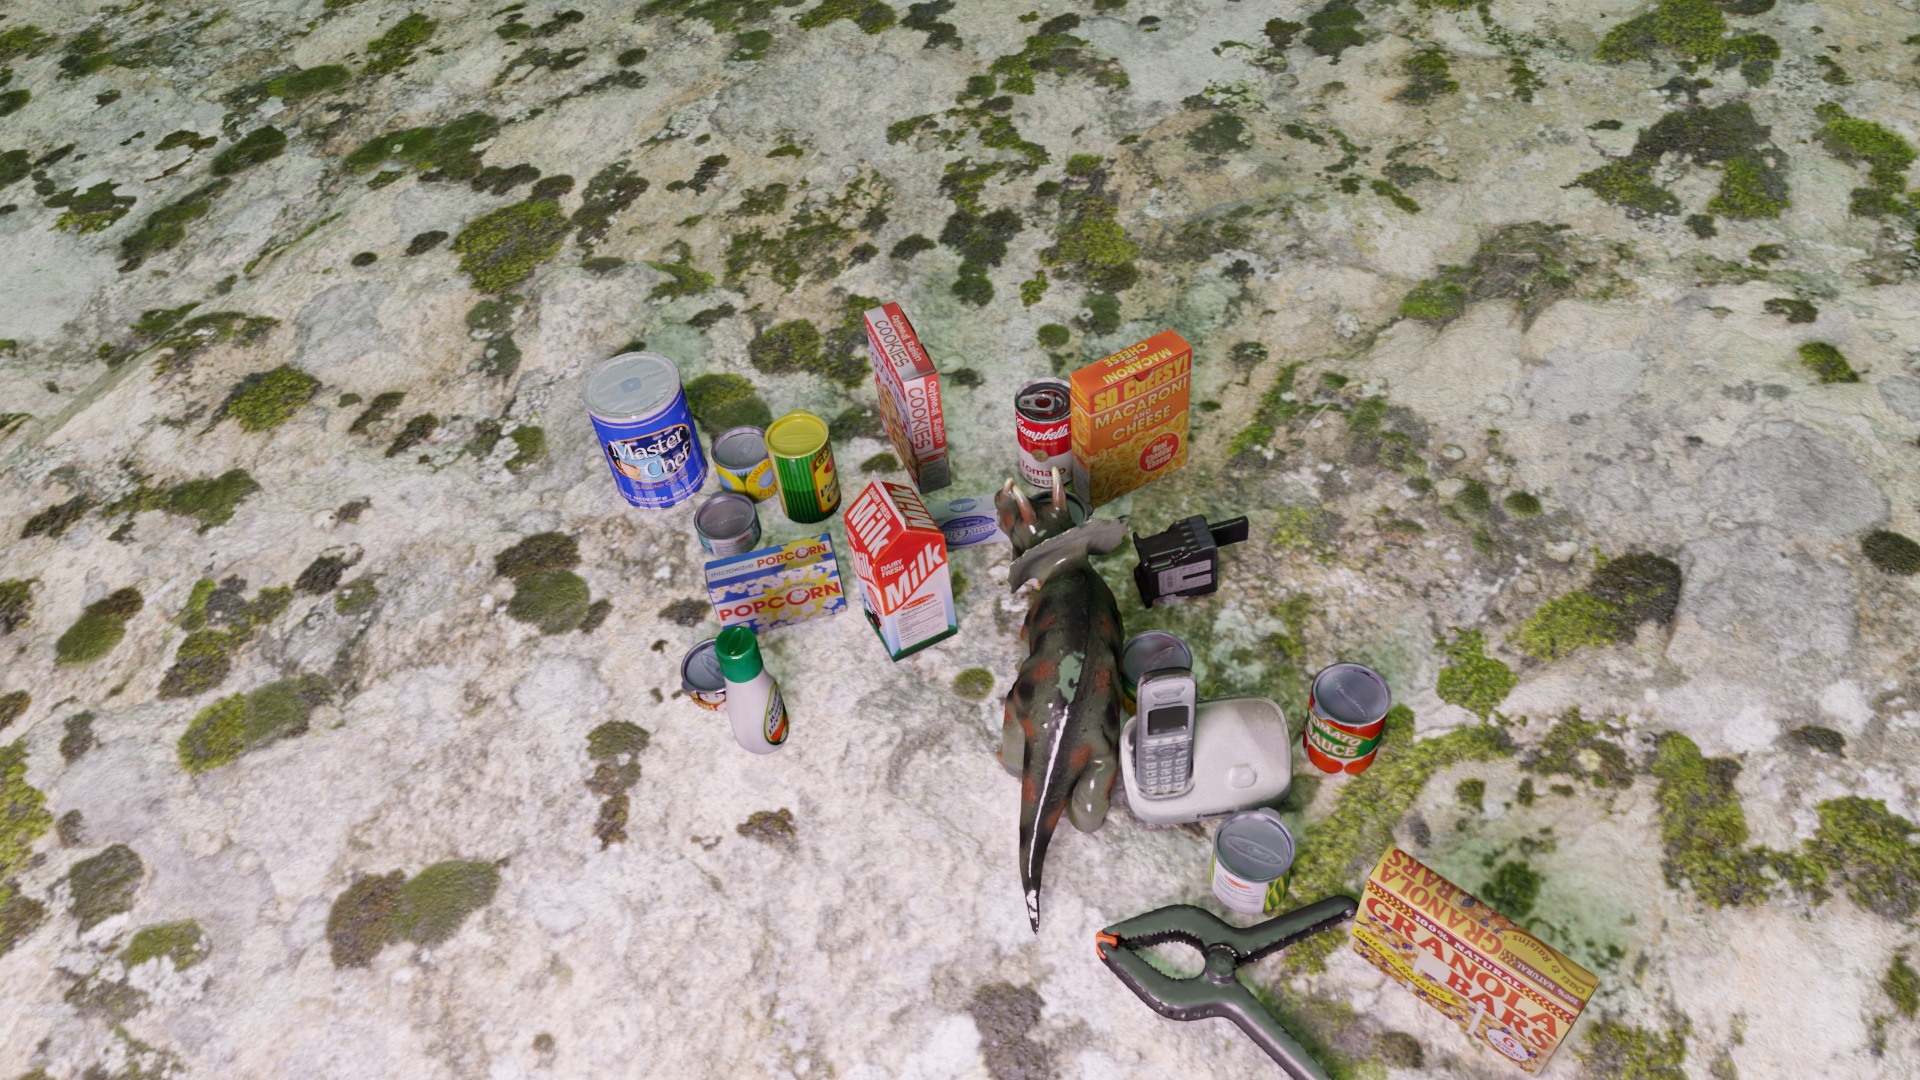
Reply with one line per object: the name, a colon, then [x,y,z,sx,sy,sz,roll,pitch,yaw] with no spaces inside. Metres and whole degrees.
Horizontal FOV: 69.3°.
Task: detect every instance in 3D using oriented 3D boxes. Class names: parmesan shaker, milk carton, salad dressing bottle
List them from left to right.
salad dressing bottle: [-0.188,0.135,1.244,0.044,0.146,0.064,5,50,10]
parmesan shaker: [-0.163,-0.077,1.456,0.071,0.102,0.072,-3,49,4]
milk carton: [-0.057,0.021,1.302,0.073,0.189,0.072,-23,51,-14]

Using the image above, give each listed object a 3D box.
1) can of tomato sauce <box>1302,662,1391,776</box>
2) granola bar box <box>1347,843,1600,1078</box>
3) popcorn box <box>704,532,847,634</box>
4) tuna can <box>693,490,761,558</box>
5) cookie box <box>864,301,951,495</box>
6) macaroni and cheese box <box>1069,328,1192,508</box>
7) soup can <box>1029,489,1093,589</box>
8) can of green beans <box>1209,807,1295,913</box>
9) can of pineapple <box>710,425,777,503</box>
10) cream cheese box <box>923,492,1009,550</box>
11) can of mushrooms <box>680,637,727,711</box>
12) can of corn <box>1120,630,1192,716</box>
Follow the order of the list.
can of tomato sauce: [0.335,0.158,1.213,0.071,0.082,0.071,-3,49,3]
granola bar box: [0.378,0.317,1.043,0.166,0.123,0.039,32,59,29]
popcorn box: [-0.180,0.046,1.362,0.127,0.084,0.038,-14,49,-6]
tuna can: [-0.245,-0.017,1.459,0.071,0.032,0.071,-3,49,3]
cookie box: [-0.054,-0.150,1.466,0.040,0.166,0.123,-20,50,-11]
macaroni and cheese box: [0.175,-0.122,1.418,0.124,0.165,0.040,-26,51,-16]
soup can: [0.097,0.001,1.374,0.071,0.083,0.072,-3,49,3]
can of green beans: [0.240,0.265,1.145,0.071,0.057,0.071,-3,49,3]
can of pineapple: [-0.229,-0.080,1.496,0.071,0.057,0.071,-3,49,3]
cream cheese box: [0.005,-0.018,1.420,0.104,0.053,0.024,-10,49,-3]
can of mushrooms: [-0.234,0.129,1.329,0.071,0.033,0.071,-3,49,3]
can of corn: [0.180,0.127,1.272,0.071,0.058,0.071,-3,49,3]
